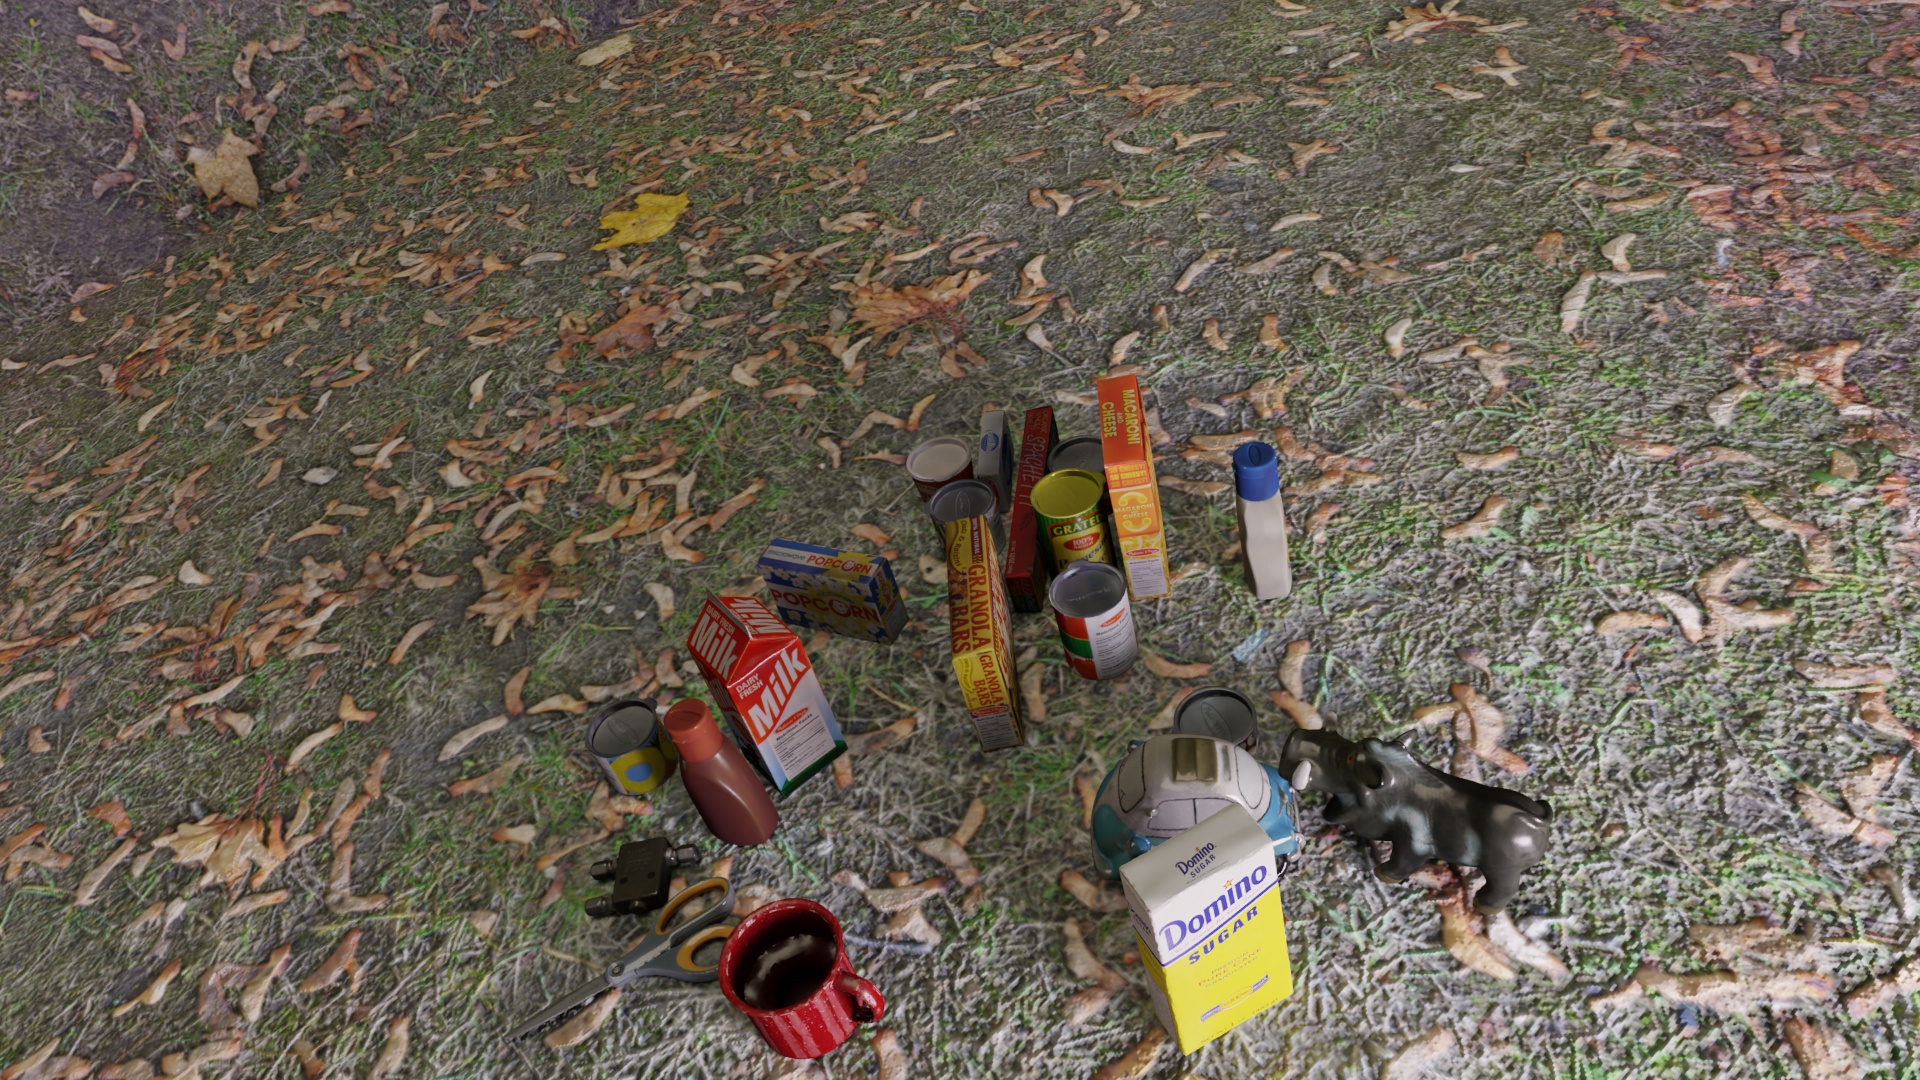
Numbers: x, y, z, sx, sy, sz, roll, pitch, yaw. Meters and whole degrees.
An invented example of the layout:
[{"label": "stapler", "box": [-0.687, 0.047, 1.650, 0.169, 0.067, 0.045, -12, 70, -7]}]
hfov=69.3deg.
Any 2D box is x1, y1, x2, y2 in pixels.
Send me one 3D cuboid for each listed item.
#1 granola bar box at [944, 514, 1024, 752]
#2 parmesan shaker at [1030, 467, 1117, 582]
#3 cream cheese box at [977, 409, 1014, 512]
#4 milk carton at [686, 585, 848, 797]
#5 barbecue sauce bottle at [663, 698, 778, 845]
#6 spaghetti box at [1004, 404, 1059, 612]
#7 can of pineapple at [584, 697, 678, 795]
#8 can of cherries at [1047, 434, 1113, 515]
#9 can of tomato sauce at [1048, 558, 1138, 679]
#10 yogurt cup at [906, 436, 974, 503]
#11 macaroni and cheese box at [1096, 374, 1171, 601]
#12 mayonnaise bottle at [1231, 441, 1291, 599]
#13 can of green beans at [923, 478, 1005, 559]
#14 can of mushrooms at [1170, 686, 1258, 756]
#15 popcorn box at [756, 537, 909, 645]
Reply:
[{"label": "granola bar box", "box": [0.021, 0.078, 1.197, 0.039, 0.123, 0.166, -11, 42, 7]}, {"label": "parmesan shaker", "box": [0.109, -0.008, 1.278, 0.071, 0.102, 0.072, -9, 42, 9]}, {"label": "cream cheese box", "box": [0.036, -0.081, 1.418, 0.024, 0.053, 0.104, -7, 43, 12]}, {"label": "milk carton", "box": [-0.166, 0.119, 1.163, 0.074, 0.189, 0.072, -36, 45, -20]}, {"label": "barbecue sauce bottle", "box": [-0.199, 0.189, 1.130, 0.065, 0.147, 0.044, 6, 46, 24]}, {"label": "spaghetti box", "box": [0.072, -0.036, 1.360, 0.028, 0.050, 0.251, -5, 43, 14]}, {"label": "can of pineapple", "box": [-0.290, 0.183, 1.234, 0.071, 0.057, 0.071, -9, 42, 9]}, {"label": "can of cherries", "box": [0.125, -0.060, 1.363, 0.071, 0.058, 0.072, -9, 42, 9]}, {"label": "can of tomato sauce", "box": [0.116, 0.069, 1.207, 0.071, 0.082, 0.071, -9, 42, 9]}, {"label": "yogurt cup", "box": [-0.017, -0.066, 1.418, 0.072, 0.053, 0.073, -9, 42, 9]}, {"label": "macaroni and cheese box", "box": [0.158, -0.048, 1.257, 0.040, 0.165, 0.124, -9, 42, 10]}, {"label": "mayonnaise bottle", "box": [0.262, -0.019, 1.206, 0.041, 0.147, 0.065, -10, 42, 8]}, {"label": "can of green beans", "box": [0.007, -0.017, 1.355, 0.071, 0.057, 0.071, -9, 42, 9]}, {"label": "can of mushrooms", "box": [0.205, 0.154, 1.123, 0.071, 0.033, 0.071, -9, 42, 8]}, {"label": "popcorn box", "box": [-0.120, 0.047, 1.306, 0.127, 0.084, 0.038, 9, 48, 27]}]
